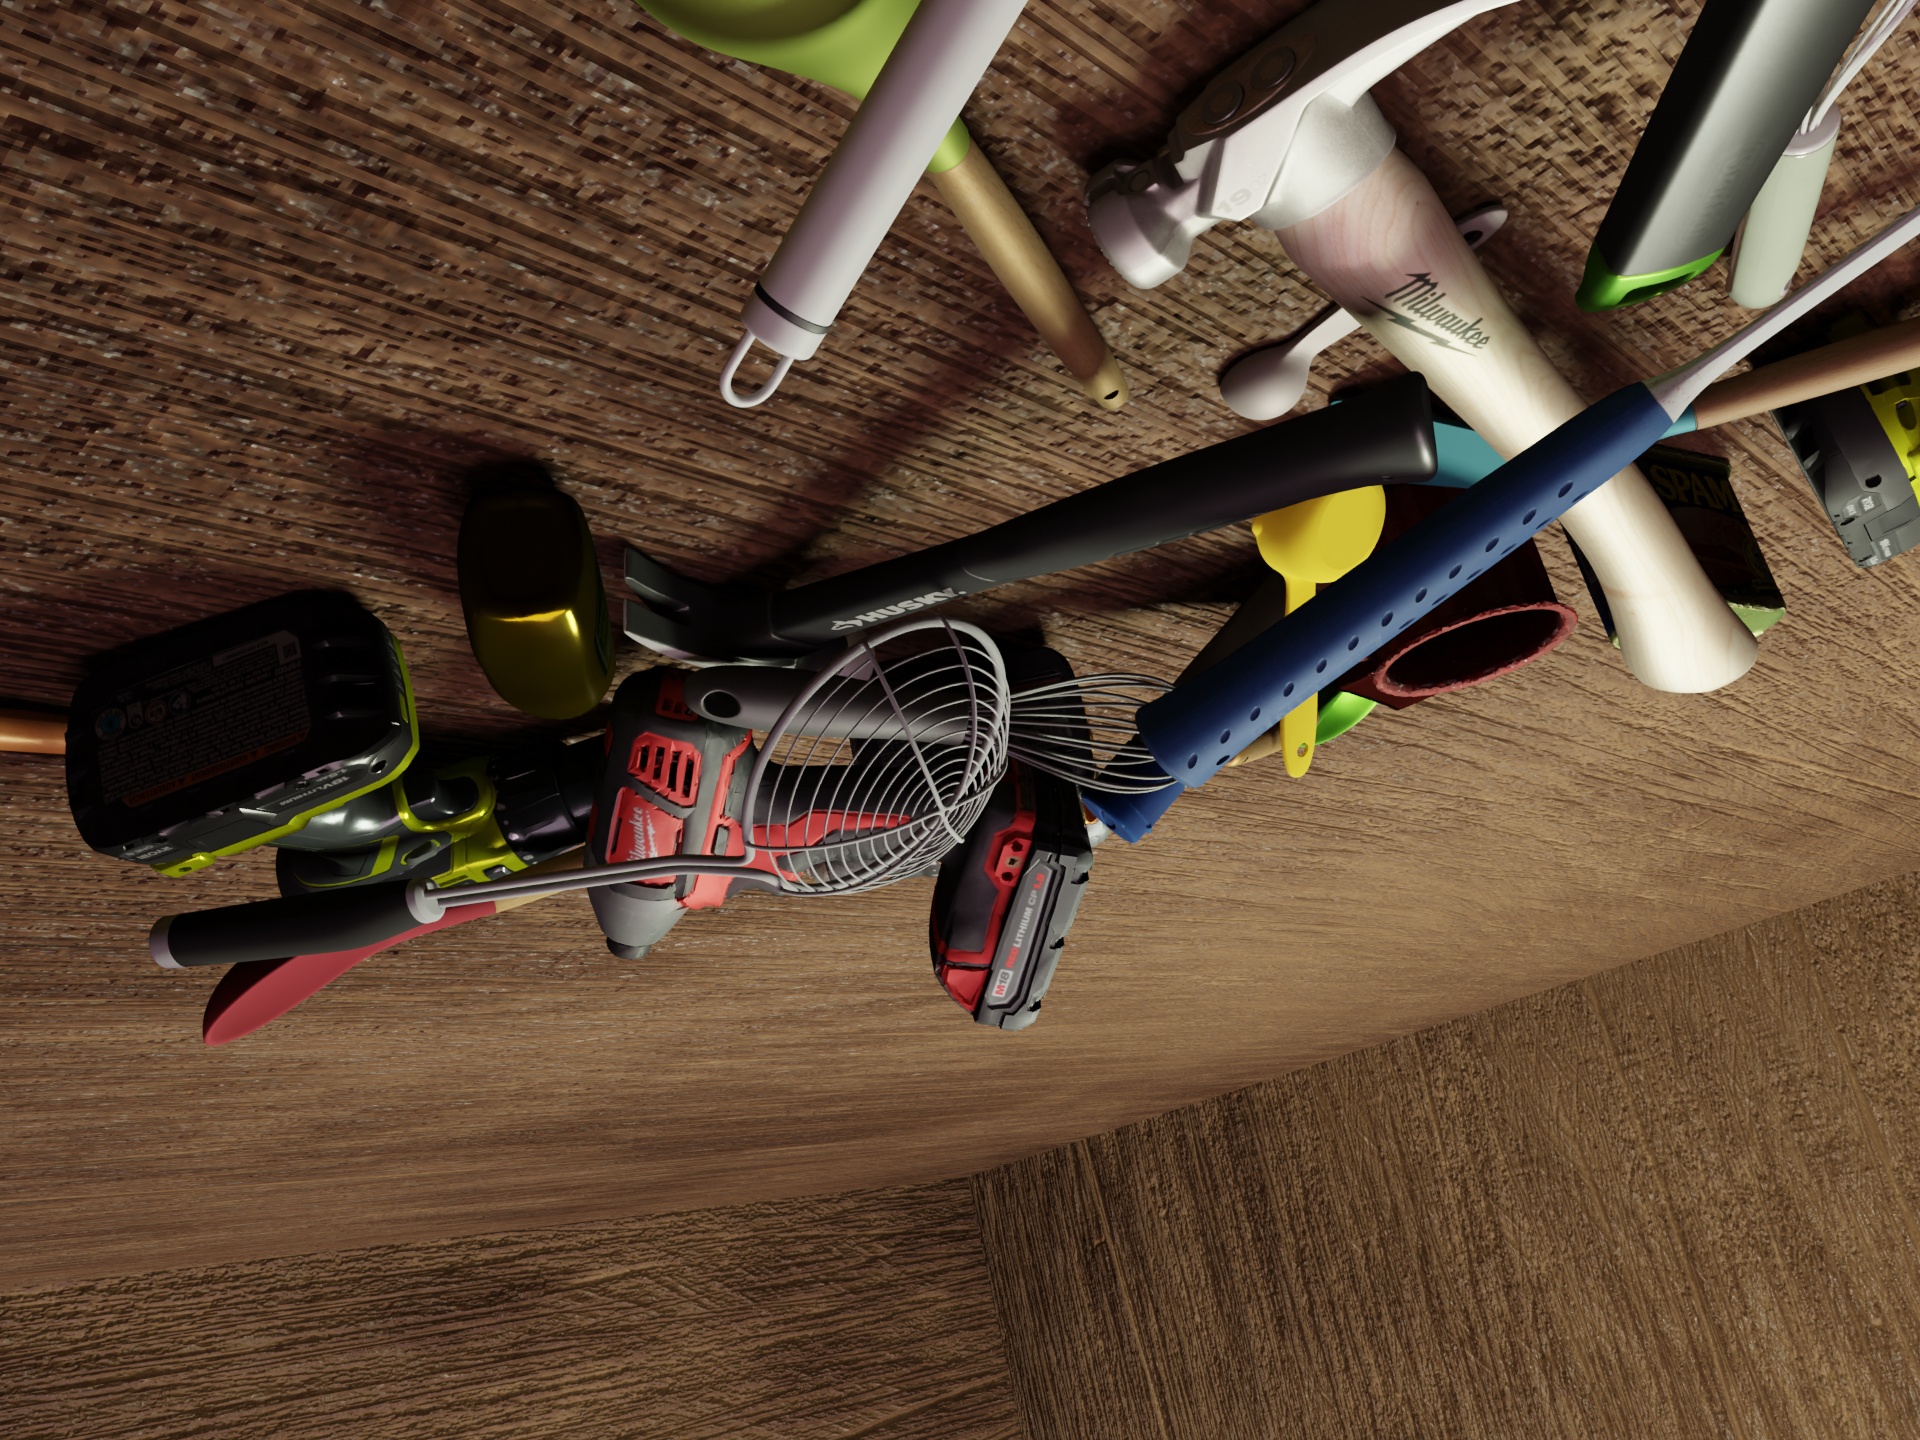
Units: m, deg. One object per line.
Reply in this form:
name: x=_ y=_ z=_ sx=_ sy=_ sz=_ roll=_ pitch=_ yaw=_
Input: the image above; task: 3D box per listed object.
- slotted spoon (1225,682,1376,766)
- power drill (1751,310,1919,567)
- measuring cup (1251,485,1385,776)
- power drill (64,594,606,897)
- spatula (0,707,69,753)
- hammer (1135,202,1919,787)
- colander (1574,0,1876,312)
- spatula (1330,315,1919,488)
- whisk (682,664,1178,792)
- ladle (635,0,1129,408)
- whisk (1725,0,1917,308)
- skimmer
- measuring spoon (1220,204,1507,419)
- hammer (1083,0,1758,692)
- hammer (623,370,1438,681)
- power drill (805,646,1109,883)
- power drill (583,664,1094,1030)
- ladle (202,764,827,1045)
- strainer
slotted spoon: x=0.175 y=-0.001 z=0.825 sx=0.070 sy=0.031 sz=0.313 roll=-46 pitch=167 yaw=20
power drill: x=0.468 y=-0.156 z=0.666 sx=0.223 sy=0.080 sz=0.171 roll=-29 pitch=153 yaw=28
measuring cup: x=0.158 y=-0.042 z=0.697 sx=0.062 sy=0.156 sz=0.029 roll=-19 pitch=-152 yaw=-30
power drill: x=-0.251 y=0.028 z=0.706 sx=0.190 sy=0.080 sz=0.228 roll=-20 pitch=160 yaw=5
spatula: x=-0.441 y=-0.015 z=0.561 sx=0.081 sy=0.041 sz=0.322 roll=-26 pitch=160 yaw=31
hammer: x=0.226 y=-0.103 z=0.491 sx=0.405 sy=0.035 sz=0.144 roll=-37 pitch=163 yaw=22
colander: x=0.175 y=-0.218 z=0.313 sx=0.204 sy=0.095 sz=0.396 roll=-16 pitch=162 yaw=1
spatula: x=0.309 y=-0.139 z=0.619 sx=0.317 sy=0.044 sz=0.082 roll=-15 pitch=159 yaw=19
whisk: x=-0.001 y=-0.003 z=0.690 sx=0.239 sy=0.055 sz=0.055 roll=6 pitch=154 yaw=-17
ladle: x=-0.001 y=-0.158 z=0.447 sx=0.078 sy=0.062 sz=0.320 roll=-30 pitch=162 yaw=13
whisk: x=0.264 y=-0.194 z=0.501 sx=0.059 sy=0.058 sz=0.246 roll=16 pitch=173 yaw=23
skimmer: x=-0.157 y=0.039 z=0.646 sx=0.363 sy=0.090 sz=0.127 roll=-10 pitch=145 yaw=11
measuring spoon: x=0.147 y=-0.145 z=0.581 sx=0.034 sy=0.018 sz=0.124 roll=8 pitch=150 yaw=-43
hammer: x=0.221 y=-0.108 z=0.575 sx=0.146 sy=0.038 sz=0.410 roll=-27 pitch=142 yaw=31
hammer: x=0.018 y=-0.065 z=0.592 sx=0.335 sy=0.035 sz=0.146 roll=-13 pitch=163 yaw=38
power drill: x=-0.011 y=0.041 z=0.881 sx=0.185 sy=0.084 sz=0.226 roll=-12 pitch=163 yaw=1
power drill: x=-0.061 y=0.065 z=0.730 sx=0.219 sy=0.079 sz=0.143 roll=13 pitch=116 yaw=-9
ladle: x=-0.197 y=0.075 z=0.751 sx=0.315 sy=0.031 sz=0.069 roll=-20 pitch=164 yaw=-28
strainer: x=0.016 y=-0.170 z=0.317 sx=0.086 sy=0.050 sz=0.258 roll=7 pitch=126 yaw=-49
